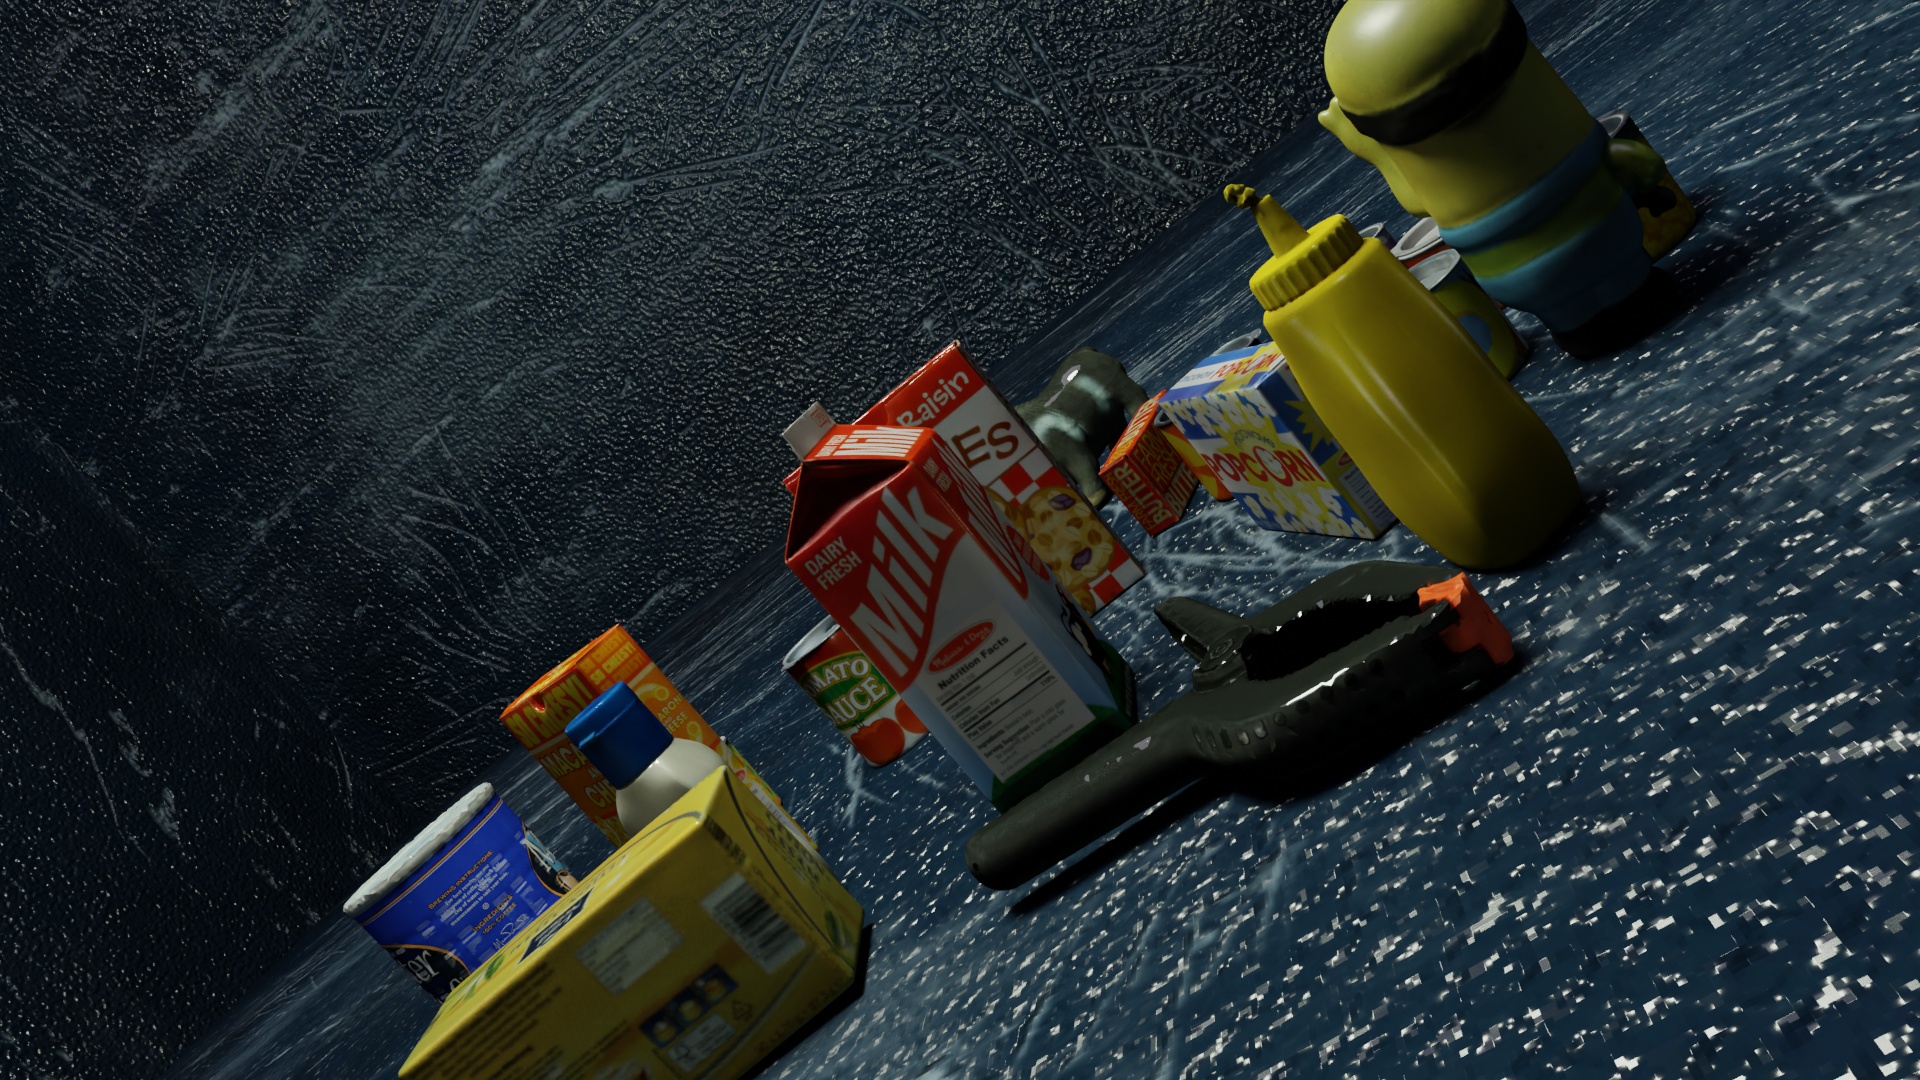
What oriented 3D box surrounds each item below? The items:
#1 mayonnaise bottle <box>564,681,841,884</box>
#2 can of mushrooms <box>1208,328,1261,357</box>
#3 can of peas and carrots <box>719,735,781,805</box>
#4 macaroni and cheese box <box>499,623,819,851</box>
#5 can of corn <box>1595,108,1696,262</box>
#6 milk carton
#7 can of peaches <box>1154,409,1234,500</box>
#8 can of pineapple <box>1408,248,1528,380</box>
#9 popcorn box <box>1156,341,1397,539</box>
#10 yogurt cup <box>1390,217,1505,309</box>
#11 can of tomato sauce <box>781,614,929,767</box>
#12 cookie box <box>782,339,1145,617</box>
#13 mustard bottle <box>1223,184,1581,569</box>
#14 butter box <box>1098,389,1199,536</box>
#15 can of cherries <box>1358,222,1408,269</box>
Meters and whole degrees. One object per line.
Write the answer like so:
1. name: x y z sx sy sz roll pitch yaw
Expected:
1. mayonnaise bottle: -0.126 0.133 0.666 0.064 0.148 0.041 -36 10 26
2. can of mushrooms: 0.187 -0.112 0.957 0.071 0.033 0.071 -39 9 7
3. can of peas and carrots: -0.160 0.171 0.905 0.071 0.058 0.071 -39 9 7
4. macaroni and cheese box: -0.173 0.136 0.784 0.123 0.166 0.040 -30 13 49
5. can of corn: 0.299 -0.158 0.649 0.071 0.058 0.071 -39 9 7
6. milk carton: -0.009 0.019 0.611 0.073 0.190 0.072 -38 9 14
7. can of peaches: 0.153 -0.065 0.787 0.071 0.058 0.071 -39 9 7
8. can of pineapple: 0.220 -0.092 0.651 0.071 0.058 0.071 -39 9 7
9. popcorn box: 0.147 -0.046 0.631 0.038 0.085 0.126 -41 9 -7
10. yogurt cup: 0.274 -0.153 0.738 0.072 0.054 0.072 -39 9 7
11. can of tomato sauce: -0.056 0.084 0.827 0.071 0.083 0.071 -39 9 7
12. cookie box: 0.003 -0.010 0.778 0.123 0.167 0.040 -39 9 7
13. mustard bottle: 0.145 -0.062 0.478 0.049 0.160 0.065 -41 9 -7
14. butter box: 0.122 -0.049 0.853 0.024 0.053 0.104 -34 11 34
15. can of cherries: 0.239 -0.144 0.825 0.071 0.058 0.071 -39 9 7
